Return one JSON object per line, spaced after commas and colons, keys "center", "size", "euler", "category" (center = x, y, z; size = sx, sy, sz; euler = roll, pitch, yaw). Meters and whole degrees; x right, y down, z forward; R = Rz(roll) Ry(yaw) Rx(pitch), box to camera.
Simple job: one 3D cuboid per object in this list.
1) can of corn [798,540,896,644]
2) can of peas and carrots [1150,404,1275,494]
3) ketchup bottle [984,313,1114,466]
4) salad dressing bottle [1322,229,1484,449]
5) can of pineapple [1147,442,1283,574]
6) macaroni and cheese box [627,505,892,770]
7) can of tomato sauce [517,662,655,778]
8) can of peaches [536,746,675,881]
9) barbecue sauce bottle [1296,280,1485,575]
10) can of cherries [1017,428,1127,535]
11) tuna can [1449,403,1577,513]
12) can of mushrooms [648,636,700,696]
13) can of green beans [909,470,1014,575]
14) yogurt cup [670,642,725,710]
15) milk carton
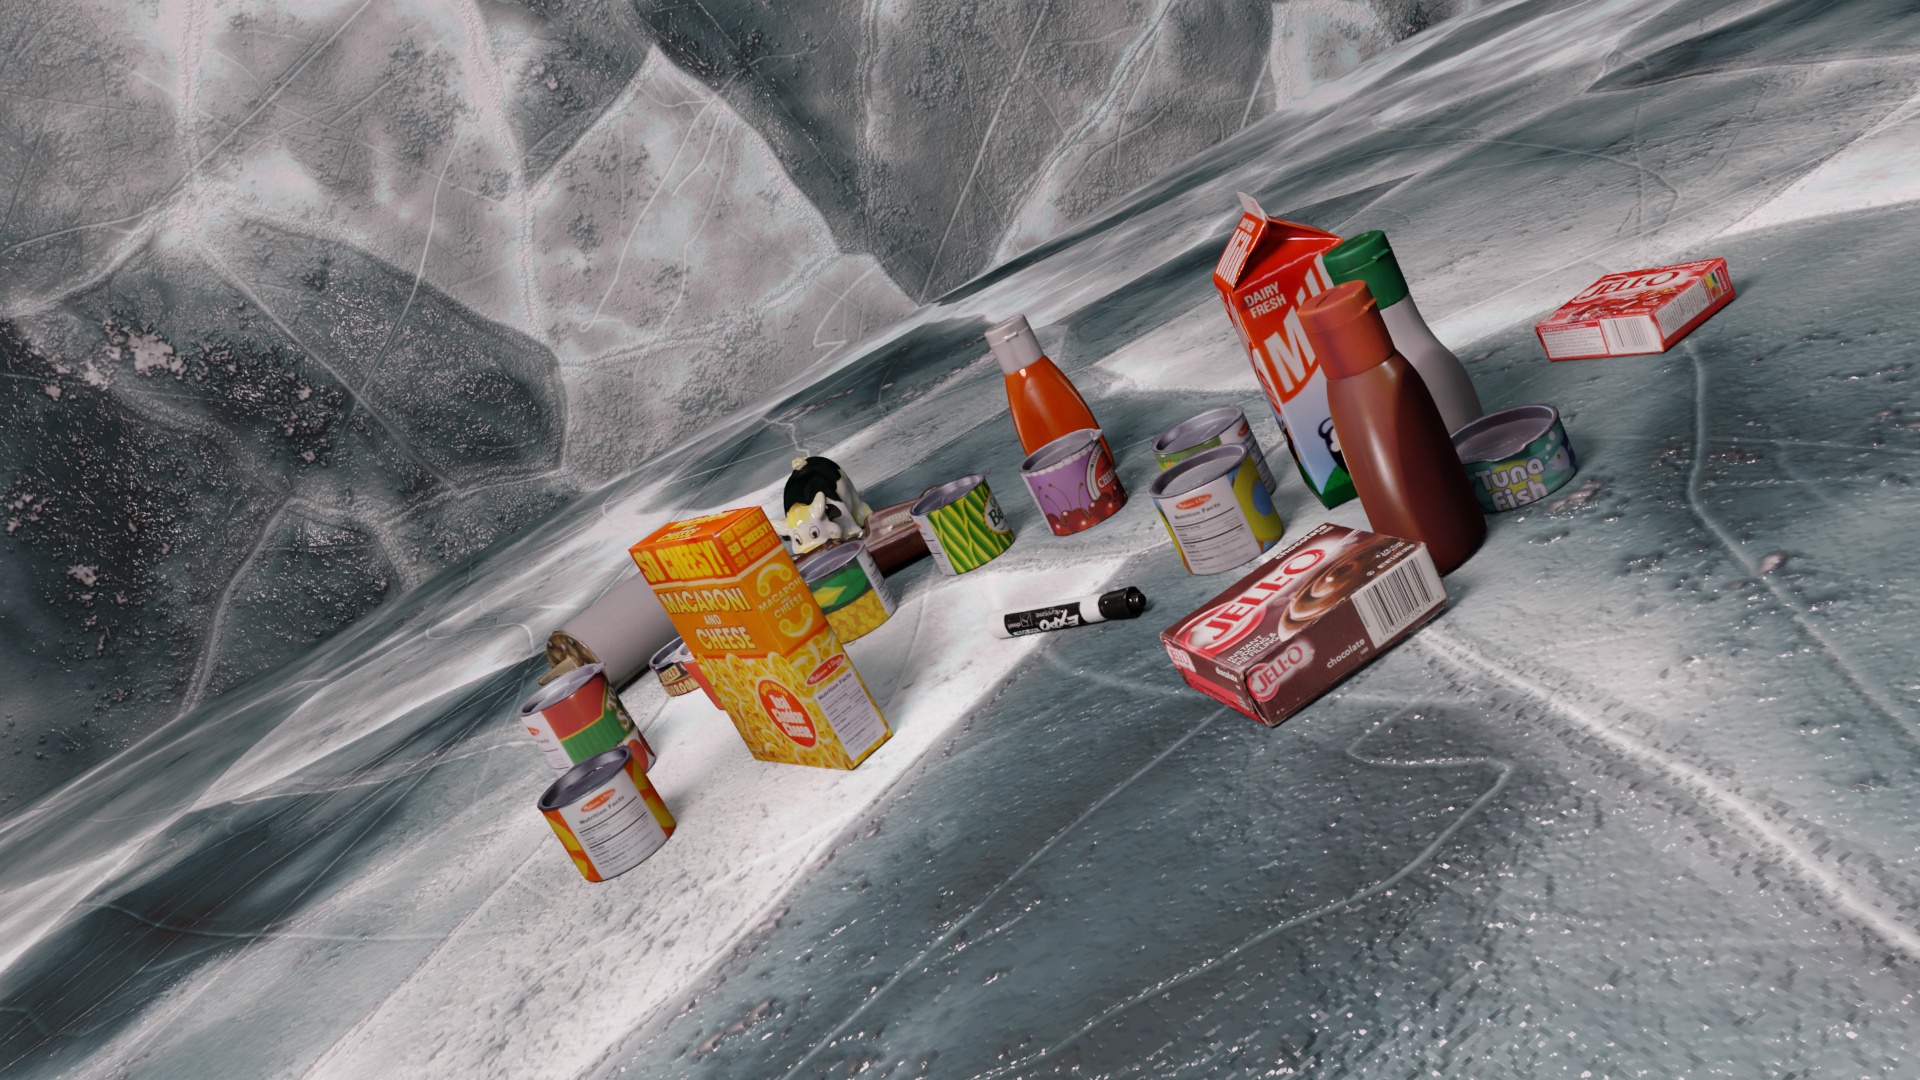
{"center": [-0.093, 0.042, 1.081], "size": [0.071, 0.058, 0.071], "euler": [-26, 15, 7], "category": "can of corn"}
{"center": [0.168, -0.050, 0.931], "size": [0.071, 0.058, 0.071], "euler": [-26, 15, 7], "category": "can of peas and carrots"}
{"center": [0.069, -0.112, 1.137], "size": [0.065, 0.148, 0.043], "euler": [-27, 14, 3], "category": "ketchup bottle"}
{"center": [0.251, -0.103, 0.790], "size": [0.064, 0.147, 0.044], "euler": [-33, 15, -20], "category": "salad dressing bottle"}
{"center": [0.157, -0.020, 0.853], "size": [0.071, 0.057, 0.071], "euler": [-26, 15, 7], "category": "can of pineapple"}
{"center": [-0.126, 0.062, 0.864], "size": [0.040, 0.166, 0.123], "euler": [-38, 18, -33], "category": "macaroni and cheese box"}
{"center": [-0.270, 0.141, 1.013], "size": [0.071, 0.083, 0.071], "euler": [-26, 15, 7], "category": "can of tomato sauce"}
{"center": [-0.223, 0.172, 0.877], "size": [0.071, 0.058, 0.071], "euler": [-26, 15, 7], "category": "can of peaches"}
{"center": [0.215, -0.057, 0.699], "size": [0.043, 0.148, 0.065], "euler": [-11, 22, 48], "category": "barbecue sauce bottle"}
{"center": [0.088, -0.045, 1.055], "size": [0.071, 0.058, 0.072], "euler": [-26, 15, 7], "category": "can of cherries"}
{"center": [0.292, -0.043, 0.743], "size": [0.071, 0.032, 0.071], "euler": [-26, 15, 7], "category": "tuna can"}
{"center": [-0.226, 0.101, 1.166], "size": [0.071, 0.033, 0.071], "euler": [-26, 15, 7], "category": "can of mushrooms"}
{"center": [0.002, -0.013, 1.100], "size": [0.071, 0.057, 0.071], "euler": [-26, 15, 7], "category": "can of green beans"}
{"center": [-0.176, 0.093, 1.064], "size": [0.072, 0.054, 0.072], "euler": [-26, 15, 7], "category": "yogurt cup"}
{"center": [0.212, -0.123, 0.844], "size": [0.073, 0.190, 0.072], "euler": [-26, 15, 9], "category": "milk carton"}
